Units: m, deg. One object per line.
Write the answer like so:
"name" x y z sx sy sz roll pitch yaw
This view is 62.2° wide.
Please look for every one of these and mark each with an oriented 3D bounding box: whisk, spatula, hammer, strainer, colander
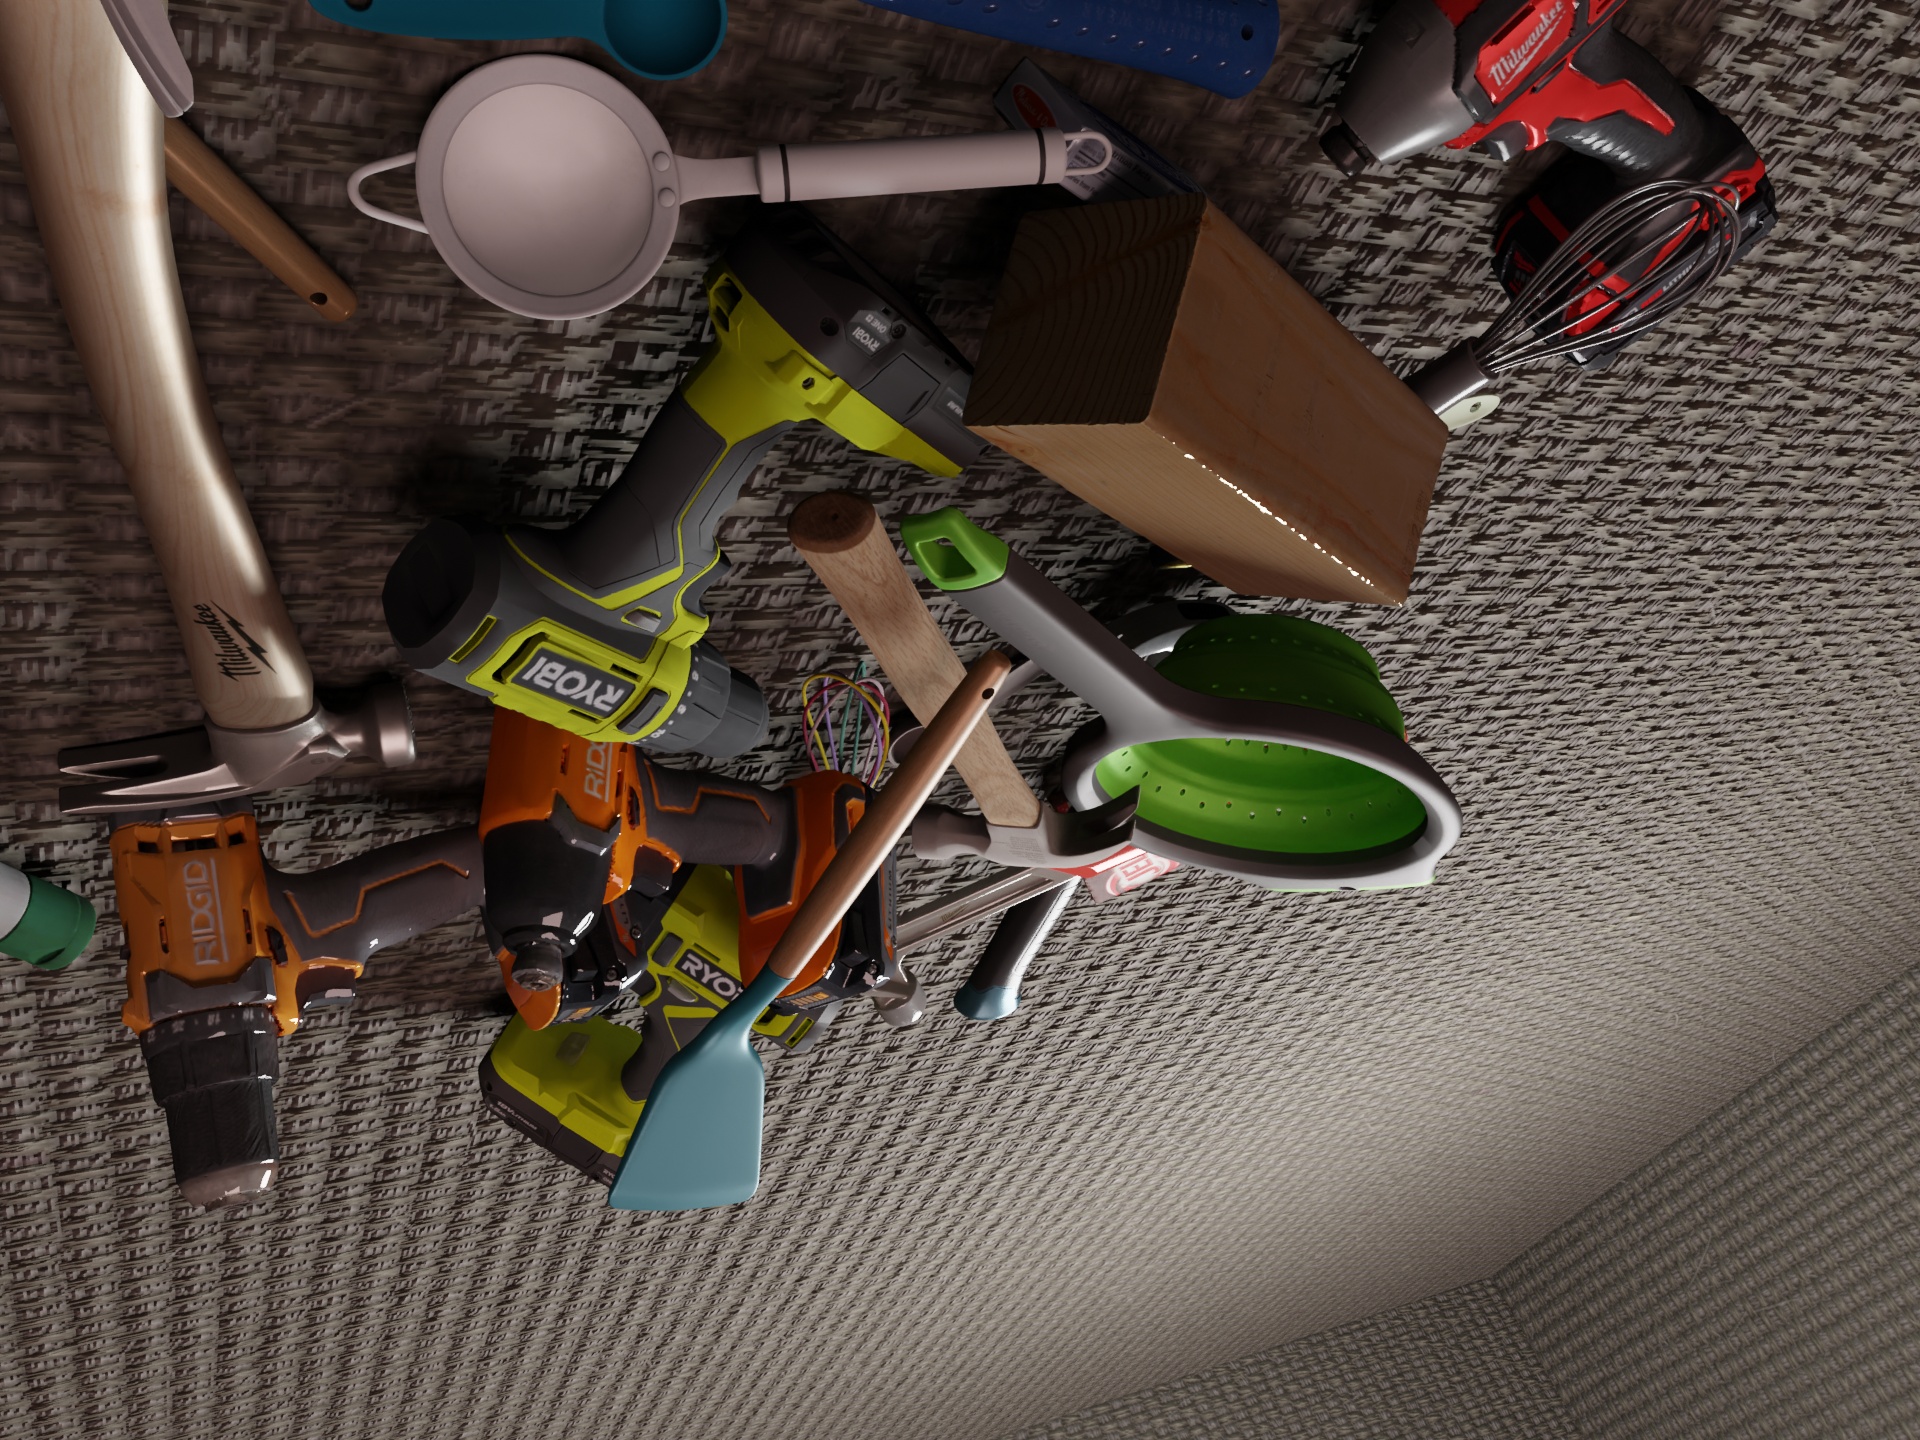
"whisk" 0.232 -0.161 0.707 0.055 0.055 0.239 6 154 -39
"spatula" -0.061 0.099 0.702 0.082 0.044 0.317 12 123 -40
"hammer" -0.056 -0.238 0.490 0.405 0.035 0.144 -5 106 -35
"whisk" -0.068 0.043 0.914 0.047 0.051 0.244 3 147 -4
"hammer" 0.090 0.064 0.937 0.359 0.037 0.149 -24 133 1
"strainer" -0.073 -0.187 0.550 0.258 0.087 0.050 -7 -173 -8
"hammer" -0.001 -0.002 0.727 0.130 0.031 0.331 2 155 18
"hammer" 0.078 0.065 0.979 0.128 0.033 0.330 10 124 -26
"colander" 0.111 -0.027 0.781 0.204 0.095 0.396 -8 150 39
"hammer" -0.285 -0.095 0.554 0.146 0.038 0.410 -11 147 -19

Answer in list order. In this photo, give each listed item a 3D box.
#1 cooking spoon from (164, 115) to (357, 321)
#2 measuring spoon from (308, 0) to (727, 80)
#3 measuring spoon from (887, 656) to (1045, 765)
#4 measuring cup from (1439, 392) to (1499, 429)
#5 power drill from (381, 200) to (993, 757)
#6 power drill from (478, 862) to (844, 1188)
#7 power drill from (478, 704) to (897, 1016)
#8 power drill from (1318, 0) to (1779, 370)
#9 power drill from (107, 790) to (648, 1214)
"cooking spoon" -0.277 -0.214 0.433 0.069 0.017 0.318 -26 147 10
"measuring spoon" -0.140 -0.231 0.507 0.128 0.021 0.042 -3 138 -15
"measuring spoon" 0.009 -0.015 0.903 0.124 0.018 0.034 -33 147 -1
"measuring cup" 0.198 -0.156 0.808 0.167 0.038 0.083 -15 145 -19
"power drill" -0.094 -0.080 0.654 0.228 0.080 0.190 -45 145 13
"power drill" -0.185 0.166 0.924 0.171 0.080 0.223 34 125 -6
"power drill" -0.130 0.071 0.764 0.084 0.164 0.226 -23 144 33
"power drill" 0.253 -0.249 0.683 0.143 0.079 0.219 -41 141 22
"power drill" -0.268 0.117 0.748 0.226 0.185 0.084 -4 159 -33
